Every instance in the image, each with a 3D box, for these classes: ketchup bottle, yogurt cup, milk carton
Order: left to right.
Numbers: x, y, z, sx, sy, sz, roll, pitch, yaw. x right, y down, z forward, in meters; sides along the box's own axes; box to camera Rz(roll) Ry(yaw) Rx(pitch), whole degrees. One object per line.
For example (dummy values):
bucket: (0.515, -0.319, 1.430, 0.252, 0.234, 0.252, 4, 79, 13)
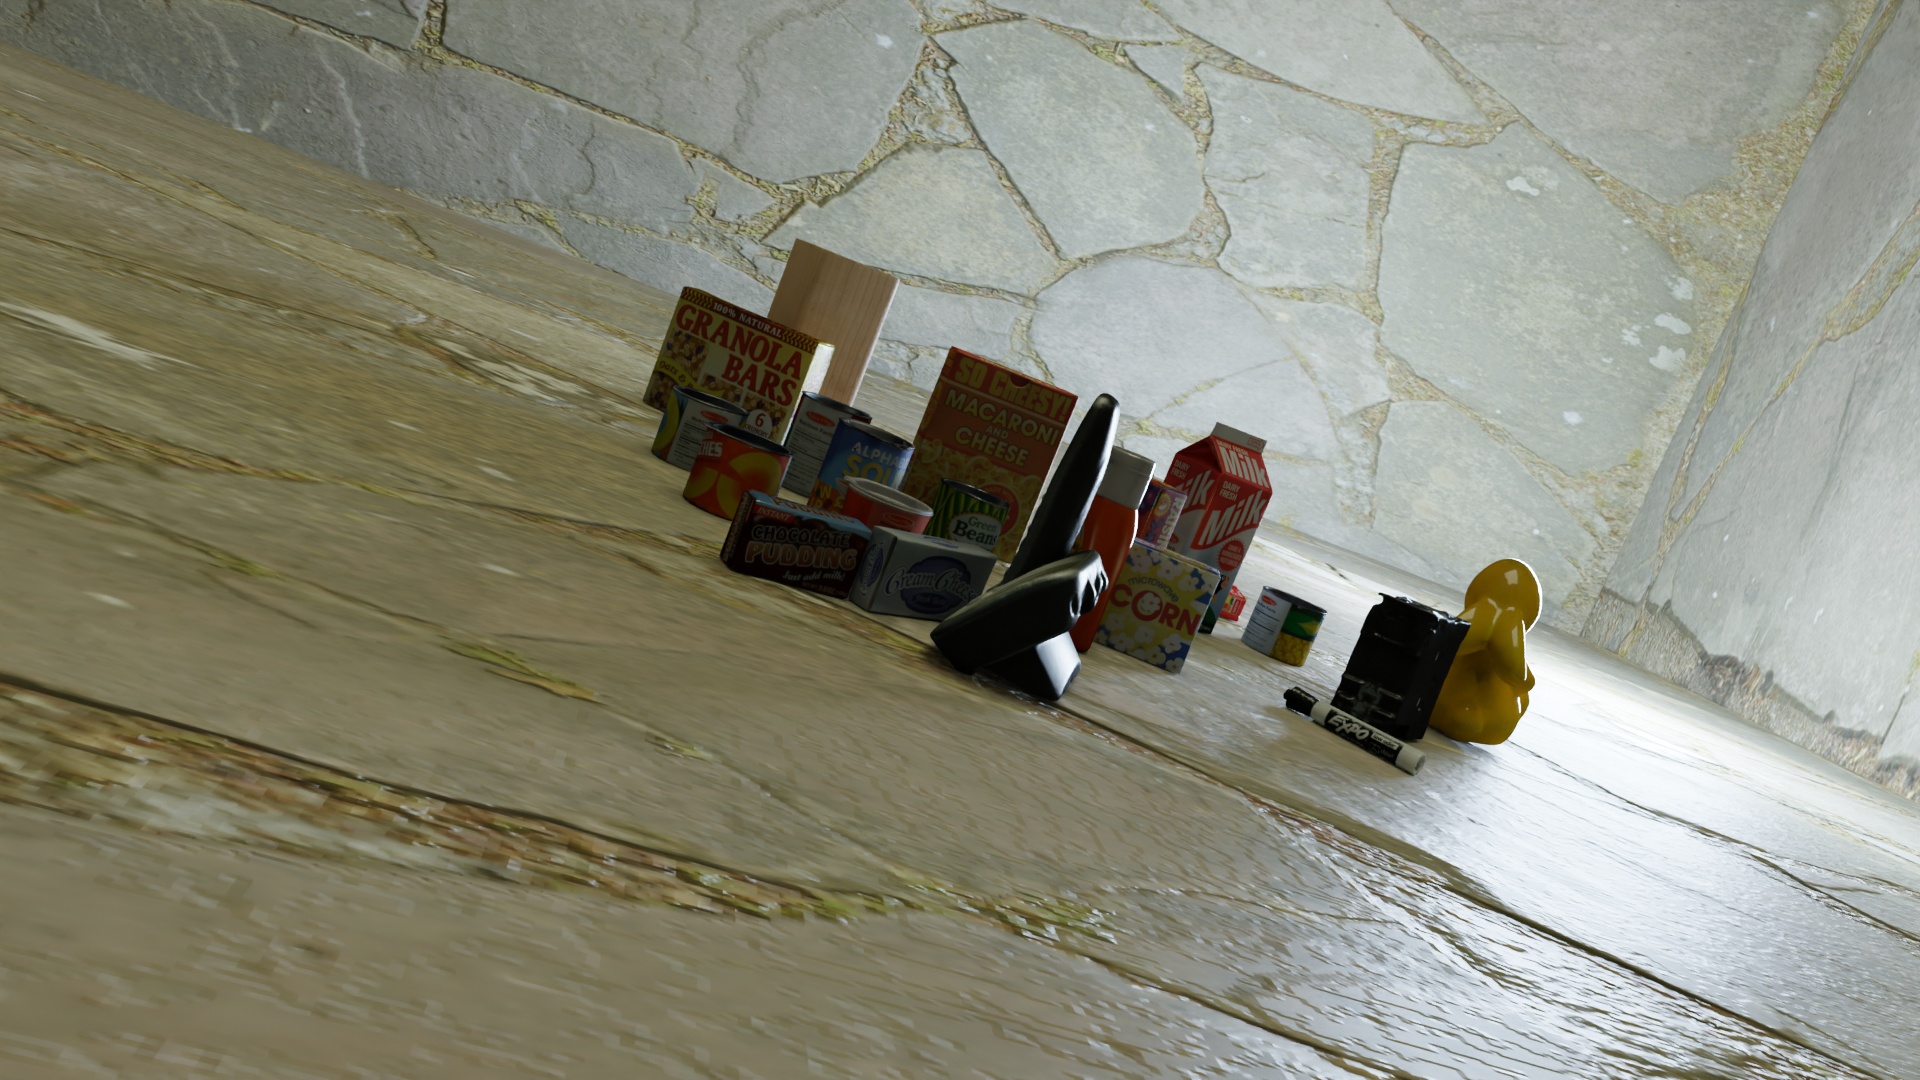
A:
yogurt cup: (-0.061, -0.010, 1.041, 0.072, 0.054, 0.072, 21, 9, -3)
ketchup bottle: (0.101, 0.005, 1.026, 0.043, 0.148, 0.065, 19, 9, -16)
milk carton: (0.229, -0.016, 1.314, 0.072, 0.190, 0.073, 16, 10, -34)

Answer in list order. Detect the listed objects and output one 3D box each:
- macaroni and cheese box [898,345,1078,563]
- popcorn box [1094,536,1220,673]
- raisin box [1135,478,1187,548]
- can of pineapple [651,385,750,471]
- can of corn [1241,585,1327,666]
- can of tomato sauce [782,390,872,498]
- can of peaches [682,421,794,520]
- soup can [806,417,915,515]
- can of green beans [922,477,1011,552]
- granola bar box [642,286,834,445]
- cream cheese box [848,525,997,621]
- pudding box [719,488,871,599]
macaroni and cheese box: (0.020, -0.077, 1.267, 0.124, 0.166, 0.040, 19, 9, -16)
popcorn box: (0.128, 0.040, 1.085, 0.127, 0.085, 0.038, 22, 8, 1)
raisin box: (0.142, -0.003, 1.255, 0.040, 0.123, 0.086, 15, 11, -41)
can of pineapple: (-0.214, -0.090, 1.142, 0.071, 0.057, 0.071, 21, 9, -3)
can of corn: (0.317, 0.084, 1.356, 0.071, 0.058, 0.071, 21, 9, -3)
can of tomato sauce: (-0.122, -0.082, 1.232, 0.071, 0.083, 0.071, 21, 8, -3)
can of peaches: (-0.165, -0.049, 1.016, 0.071, 0.058, 0.071, 21, 9, -3)
soup can: (-0.081, -0.049, 1.131, 0.071, 0.083, 0.071, 21, 8, -3)
can of green beans: (0.003, -0.016, 1.215, 0.071, 0.057, 0.071, 21, 9, -3)
granola bar box: (-0.216, -0.161, 1.348, 0.166, 0.124, 0.039, 25, 9, 22)
cream cheese box: (-0.024, 0.024, 0.924, 0.024, 0.053, 0.104, 29, 11, 41)
pudding box: (-0.104, 0.002, 0.880, 0.084, 0.049, 0.030, 17, 10, -30)
